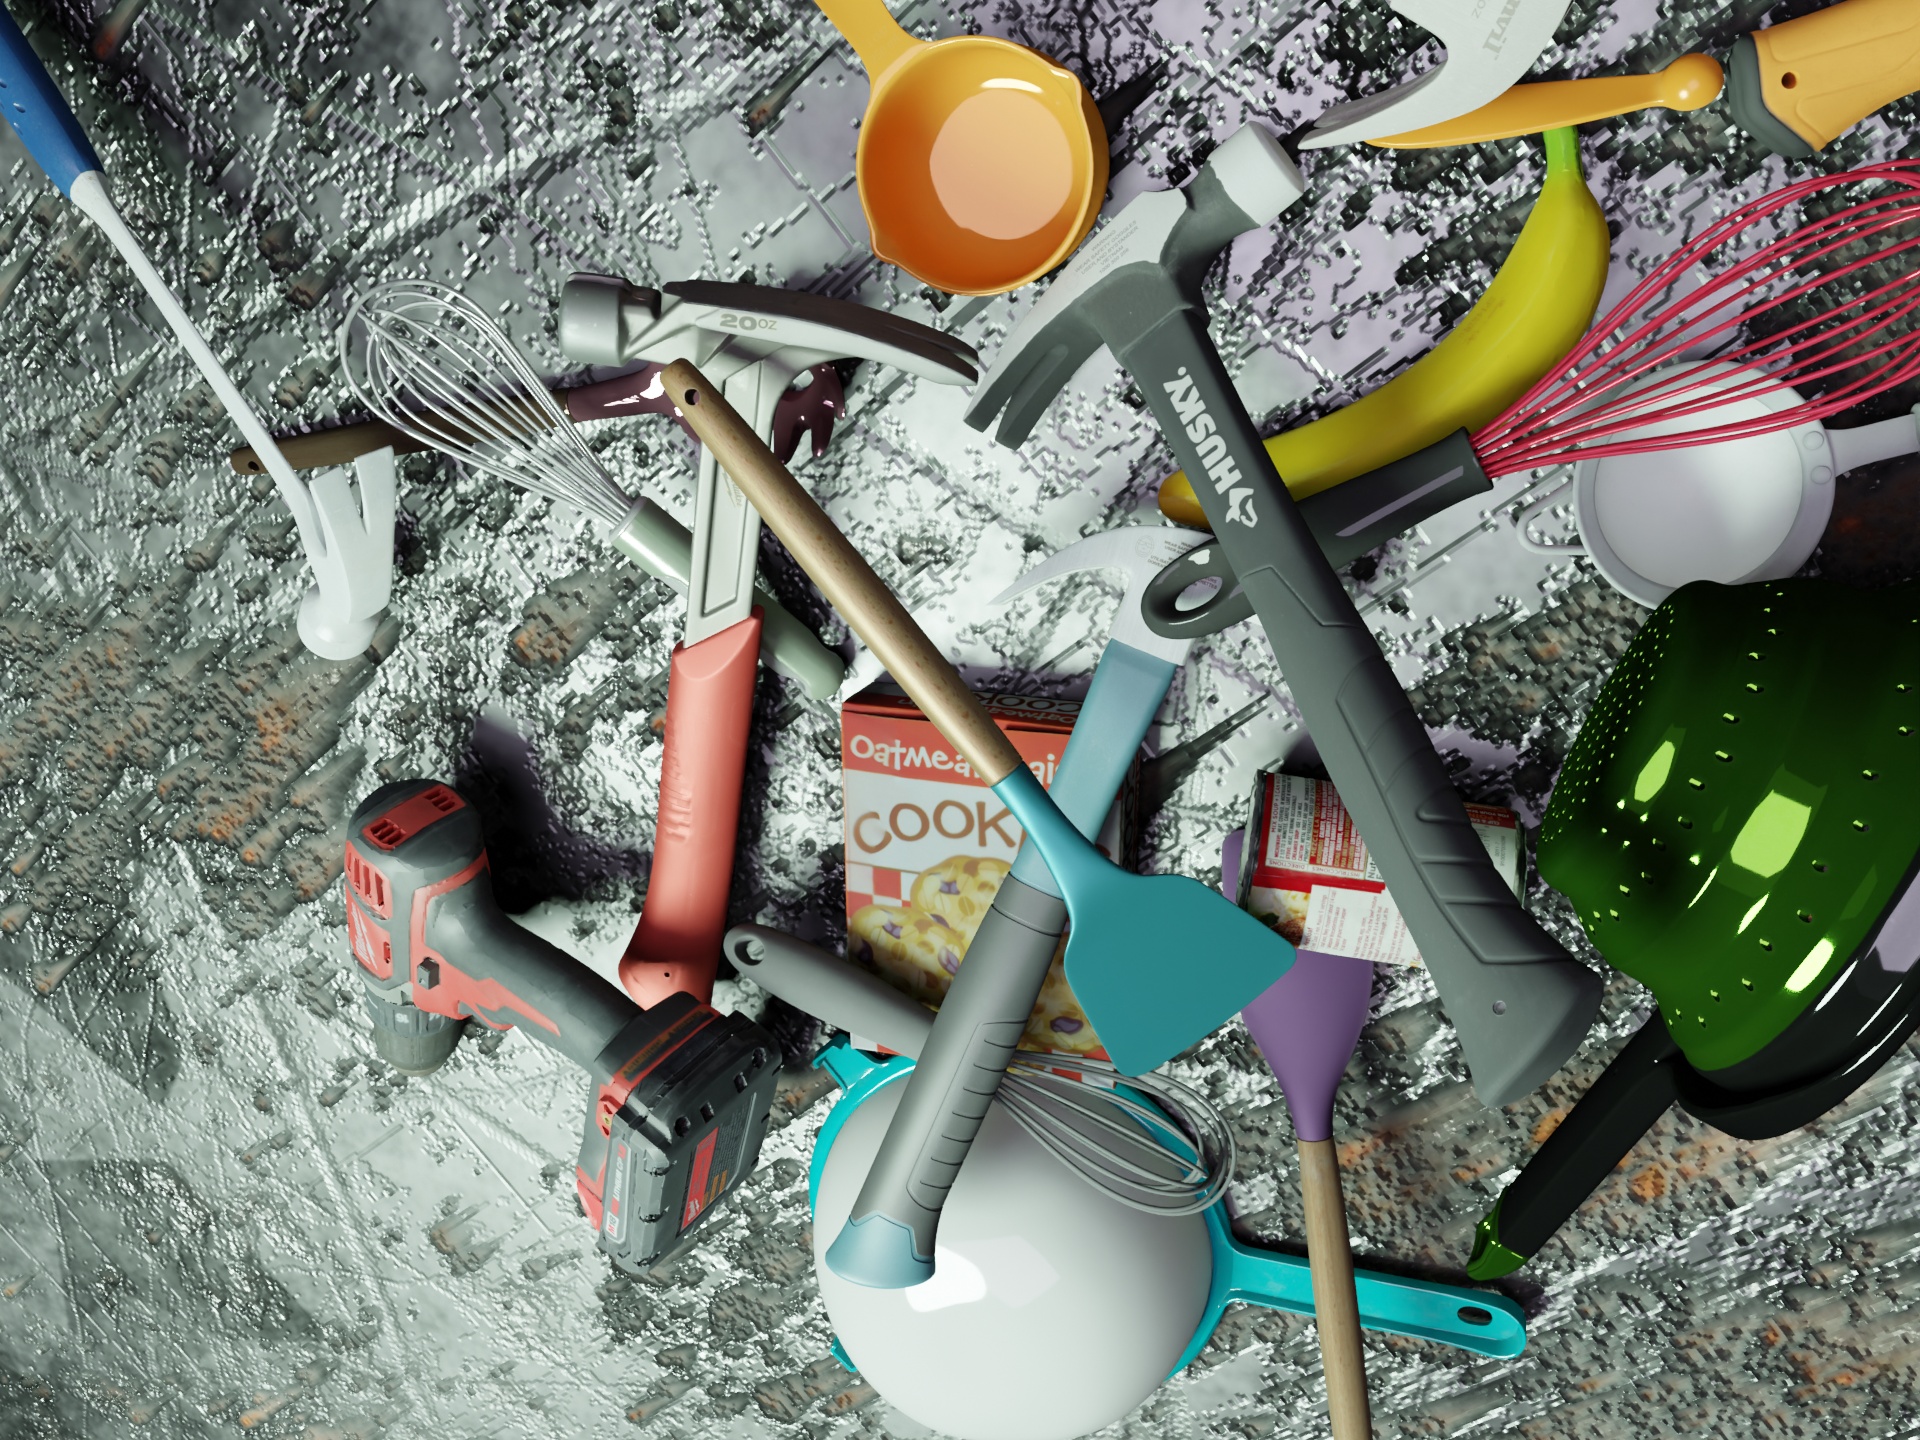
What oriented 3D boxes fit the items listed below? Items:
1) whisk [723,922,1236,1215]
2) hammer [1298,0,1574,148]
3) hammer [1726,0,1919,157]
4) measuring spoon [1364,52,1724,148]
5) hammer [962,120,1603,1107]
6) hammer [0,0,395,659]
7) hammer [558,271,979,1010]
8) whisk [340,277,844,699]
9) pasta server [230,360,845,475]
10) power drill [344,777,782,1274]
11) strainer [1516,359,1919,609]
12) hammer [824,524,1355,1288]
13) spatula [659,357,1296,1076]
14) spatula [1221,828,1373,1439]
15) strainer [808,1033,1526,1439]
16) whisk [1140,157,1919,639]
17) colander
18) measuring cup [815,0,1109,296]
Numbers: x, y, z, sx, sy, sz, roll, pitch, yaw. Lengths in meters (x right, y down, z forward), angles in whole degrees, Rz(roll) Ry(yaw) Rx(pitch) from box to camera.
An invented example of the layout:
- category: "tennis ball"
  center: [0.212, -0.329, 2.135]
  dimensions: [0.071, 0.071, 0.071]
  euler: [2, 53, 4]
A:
- category: "whisk"
  center: [0.004, 0.140, 0.676]
  dimensions: [0.239, 0.055, 0.055]
  euler: [24, 115, 12]
- category: "hammer"
  center: [0.048, -0.300, 0.530]
  dimensions: [0.331, 0.031, 0.130]
  euler: [31, 140, 11]
- category: "hammer"
  center: [0.404, -0.238, 0.456]
  dimensions: [0.337, 0.034, 0.127]
  euler: [-10, 107, 21]
- category: "measuring spoon"
  center: [0.193, -0.209, 0.535]
  dimensions: [0.117, 0.011, 0.021]
  euler: [1, 71, 25]
- category: "hammer"
  center: [0.106, -0.036, 0.519]
  dimensions: [0.146, 0.035, 0.335]
  euler: [-35, 59, 26]
- category: "hammer"
  center: [-0.358, -0.218, 0.667]
  dimensions: [0.405, 0.035, 0.144]
  euler: [56, 148, 1]
- category: "hammer"
  center: [-0.095, -0.005, 0.663]
  dimensions: [0.149, 0.037, 0.358]
  euler: [9, 126, -4]
- category: "whisk"
  center: [-0.143, -0.087, 0.653]
  dimensions: [0.246, 0.058, 0.059]
  euler: [40, 80, -19]
- category: "pasta server"
  center: [-0.191, -0.128, 0.683]
  dimensions: [0.316, 0.040, 0.060]
  euler: [-4, 127, 20]
- category: "power drill"
  center: [-0.200, 0.150, 0.743]
  dimensions: [0.227, 0.080, 0.187]
  euler: [34, 134, 19]
- category: "strainer"
  center: [0.318, -0.095, 0.535]
  dimensions: [0.258, 0.050, 0.087]
  euler: [-13, 98, 15]
- category: "hammer"
  center: [0.028, 0.078, 0.626]
  dimensions: [0.128, 0.033, 0.331]
  euler: [24, 98, 7]
- category: "spatula"
  center: [-0.001, -0.002, 0.575]
  dimensions: [0.082, 0.044, 0.317]
  euler: [-38, 95, 9]
- category: "spatula"
  center: [0.155, 0.200, 0.671]
  dimensions: [0.060, 0.018, 0.316]
  euler: [-6, 93, 15]
- category: "strainer"
  center: [0.076, 0.266, 0.716]
  dimensions: [0.340, 0.095, 0.211]
  euler: [5, 111, 17]
- category: "whisk"
  center: [0.189, -0.095, 0.523]
  dimensions: [0.296, 0.073, 0.073]
  euler: [-25, 101, 24]
- category: "colander"
  center: [0.235, 0.079, 0.566]
  dimensions: [0.094, 0.204, 0.396]
  euler: [26, 134, 12]
- category: "measuring cup"
  center: [-0.014, -0.236, 0.579]
  dimensions: [0.095, 0.052, 0.173]
  euler: [-35, 95, 25]
